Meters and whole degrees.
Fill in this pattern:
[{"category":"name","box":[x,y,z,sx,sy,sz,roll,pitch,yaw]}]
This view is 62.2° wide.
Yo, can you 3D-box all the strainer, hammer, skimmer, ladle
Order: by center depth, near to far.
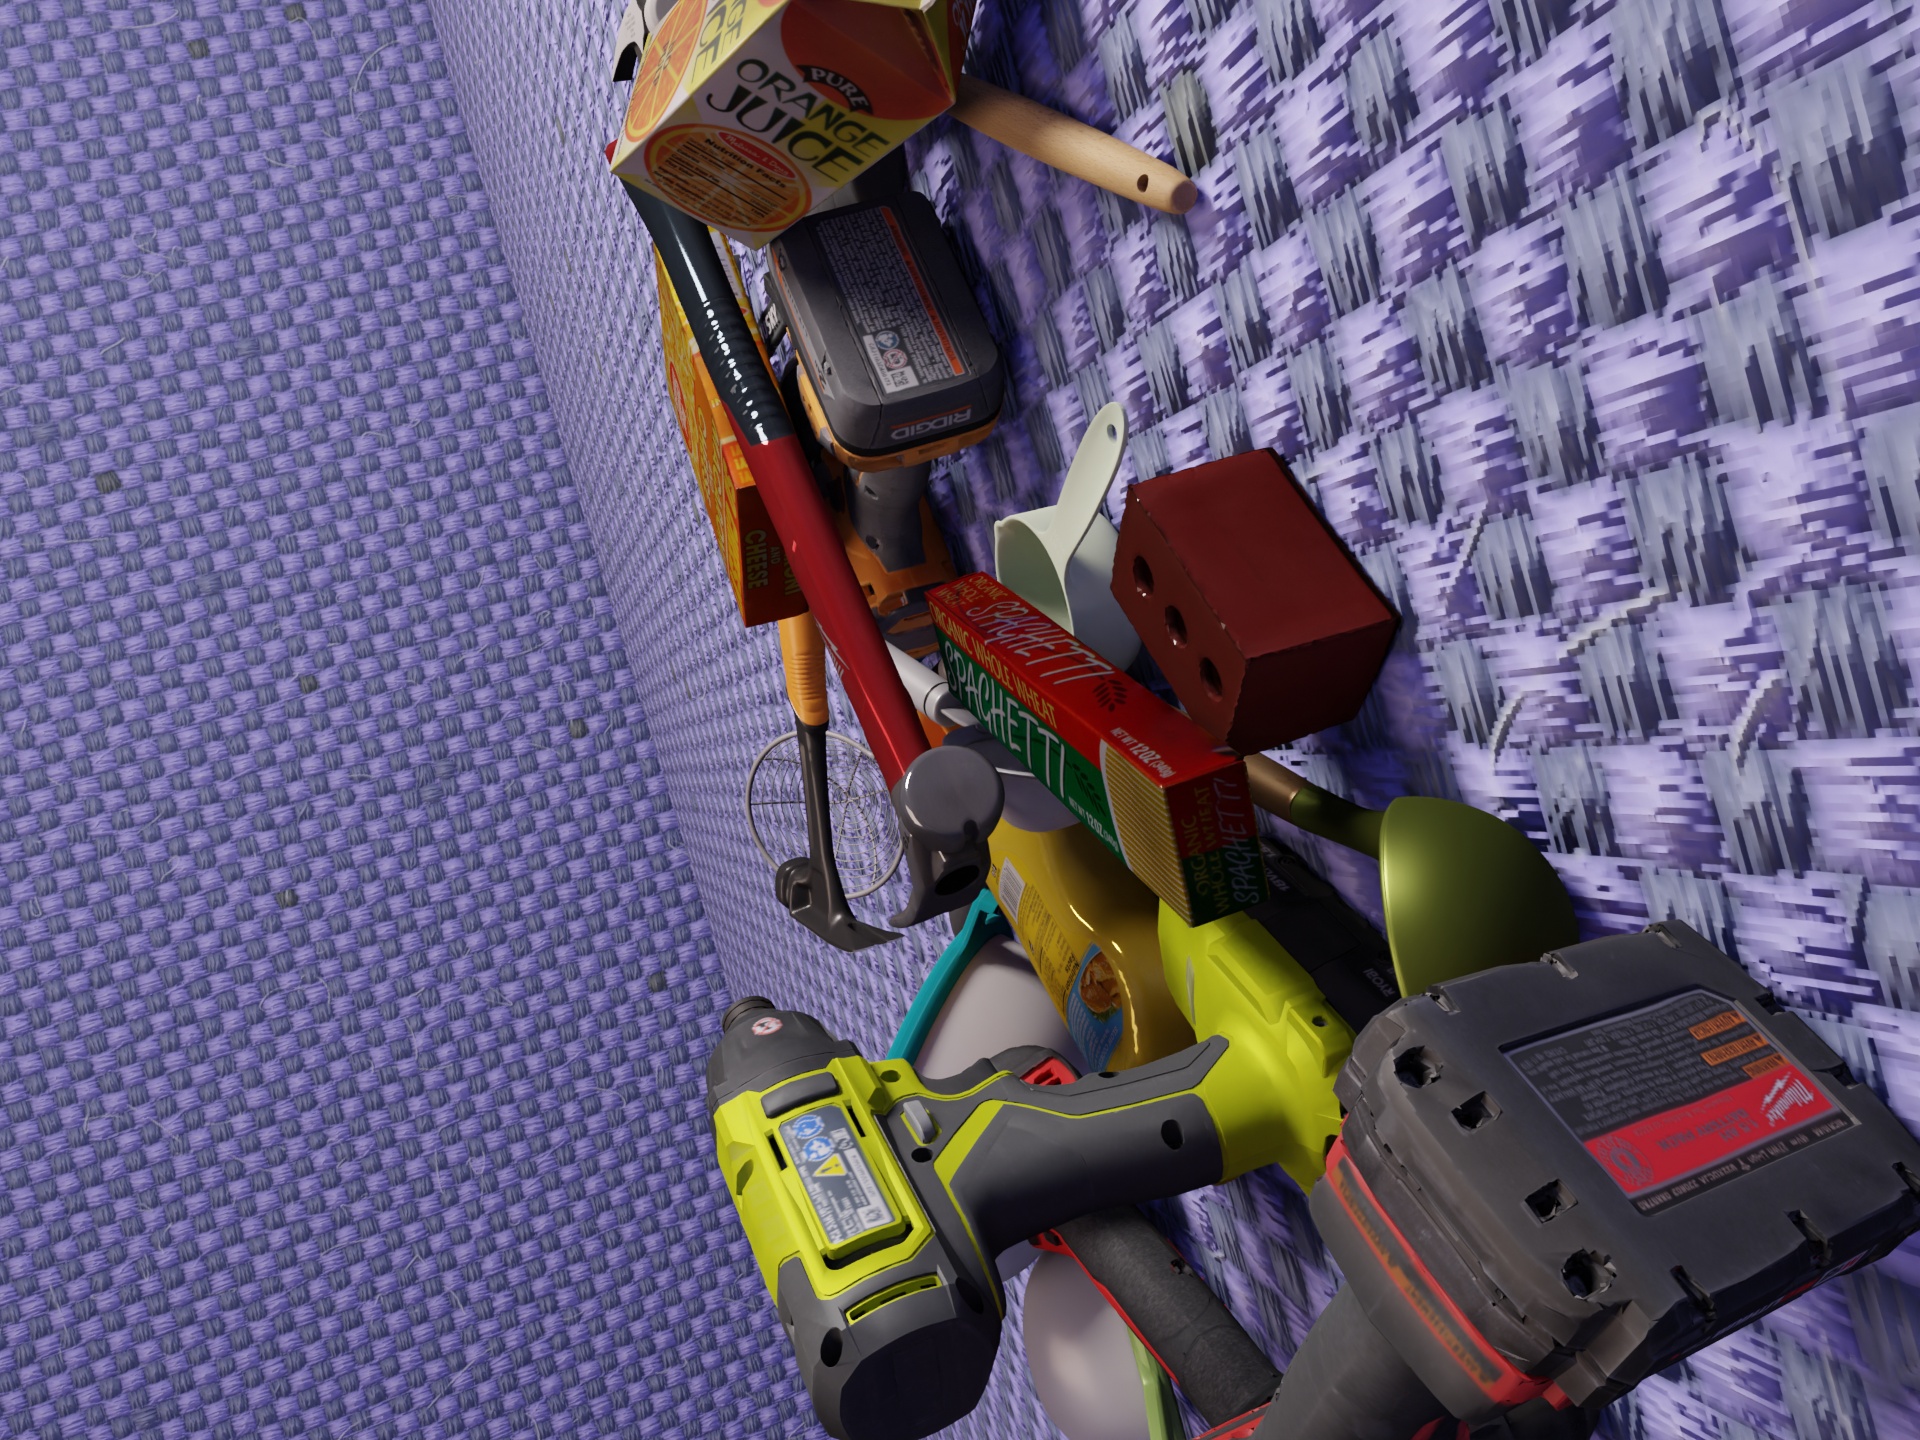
[{"category":"ladle","box":[0.094,0.028,0.537,0.078,0.062,0.320,64,170,-20]},{"category":"ladle","box":[0.003,-0.241,0.612,0.316,0.031,0.069,49,136,49]},{"category":"hammer","box":[-0.077,-0.097,0.693,0.143,0.038,0.387,105,144,-65]},{"category":"strainer","box":[-0.001,-0.002,0.715,0.259,0.086,0.050,35,121,51]},{"category":"strainer","box":[0.068,0.330,0.772,0.256,0.069,0.151,-41,-65,-87]},{"category":"strainer","box":[0.028,0.241,0.871,0.095,0.211,0.340,18,158,17]},{"category":"hammer","box":[-0.097,-0.253,0.917,0.409,0.036,0.149,168,86,-73]},{"category":"hammer","box":[-0.090,-0.030,0.941,0.127,0.034,0.336,21,120,59]},{"category":"hammer","box":[-0.155,-0.263,0.977,0.146,0.035,0.334,-147,45,-65]},{"category":"skimmer","box":[-0.063,0.033,0.993,0.127,0.090,0.363,50,160,2]}]

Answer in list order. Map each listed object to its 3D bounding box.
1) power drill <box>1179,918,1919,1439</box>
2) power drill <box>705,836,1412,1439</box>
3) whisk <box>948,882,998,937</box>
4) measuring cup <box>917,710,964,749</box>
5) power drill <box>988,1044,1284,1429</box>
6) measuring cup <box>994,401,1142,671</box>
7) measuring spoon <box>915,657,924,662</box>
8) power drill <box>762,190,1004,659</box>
[{"category":"power drill","box":[0.132,0.157,0.397,0.080,0.187,0.226,54,138,37]},{"category":"power drill","box":[0.031,0.122,0.534,0.171,0.223,0.080,-130,28,-53]},{"category":"whisk","box":[0.004,0.193,1.008,0.070,0.070,0.284,-125,29,-47]},{"category":"measuring cup","box":[0.009,0.040,0.837,0.173,0.052,0.095,126,126,-73]},{"category":"power drill","box":[0.082,0.241,0.646,0.220,0.078,0.143,47,165,30]},{"category":"measuring cup","box":[0.053,-0.070,0.604,0.167,0.038,0.083,111,139,-62]},{"category":"measuring spoon","box":[-0.037,-0.076,0.943,0.129,0.021,0.042,-112,22,-50]},{"category":"power drill","box":[-0.047,-0.154,0.780,0.226,0.084,0.185,98,152,-65]}]
